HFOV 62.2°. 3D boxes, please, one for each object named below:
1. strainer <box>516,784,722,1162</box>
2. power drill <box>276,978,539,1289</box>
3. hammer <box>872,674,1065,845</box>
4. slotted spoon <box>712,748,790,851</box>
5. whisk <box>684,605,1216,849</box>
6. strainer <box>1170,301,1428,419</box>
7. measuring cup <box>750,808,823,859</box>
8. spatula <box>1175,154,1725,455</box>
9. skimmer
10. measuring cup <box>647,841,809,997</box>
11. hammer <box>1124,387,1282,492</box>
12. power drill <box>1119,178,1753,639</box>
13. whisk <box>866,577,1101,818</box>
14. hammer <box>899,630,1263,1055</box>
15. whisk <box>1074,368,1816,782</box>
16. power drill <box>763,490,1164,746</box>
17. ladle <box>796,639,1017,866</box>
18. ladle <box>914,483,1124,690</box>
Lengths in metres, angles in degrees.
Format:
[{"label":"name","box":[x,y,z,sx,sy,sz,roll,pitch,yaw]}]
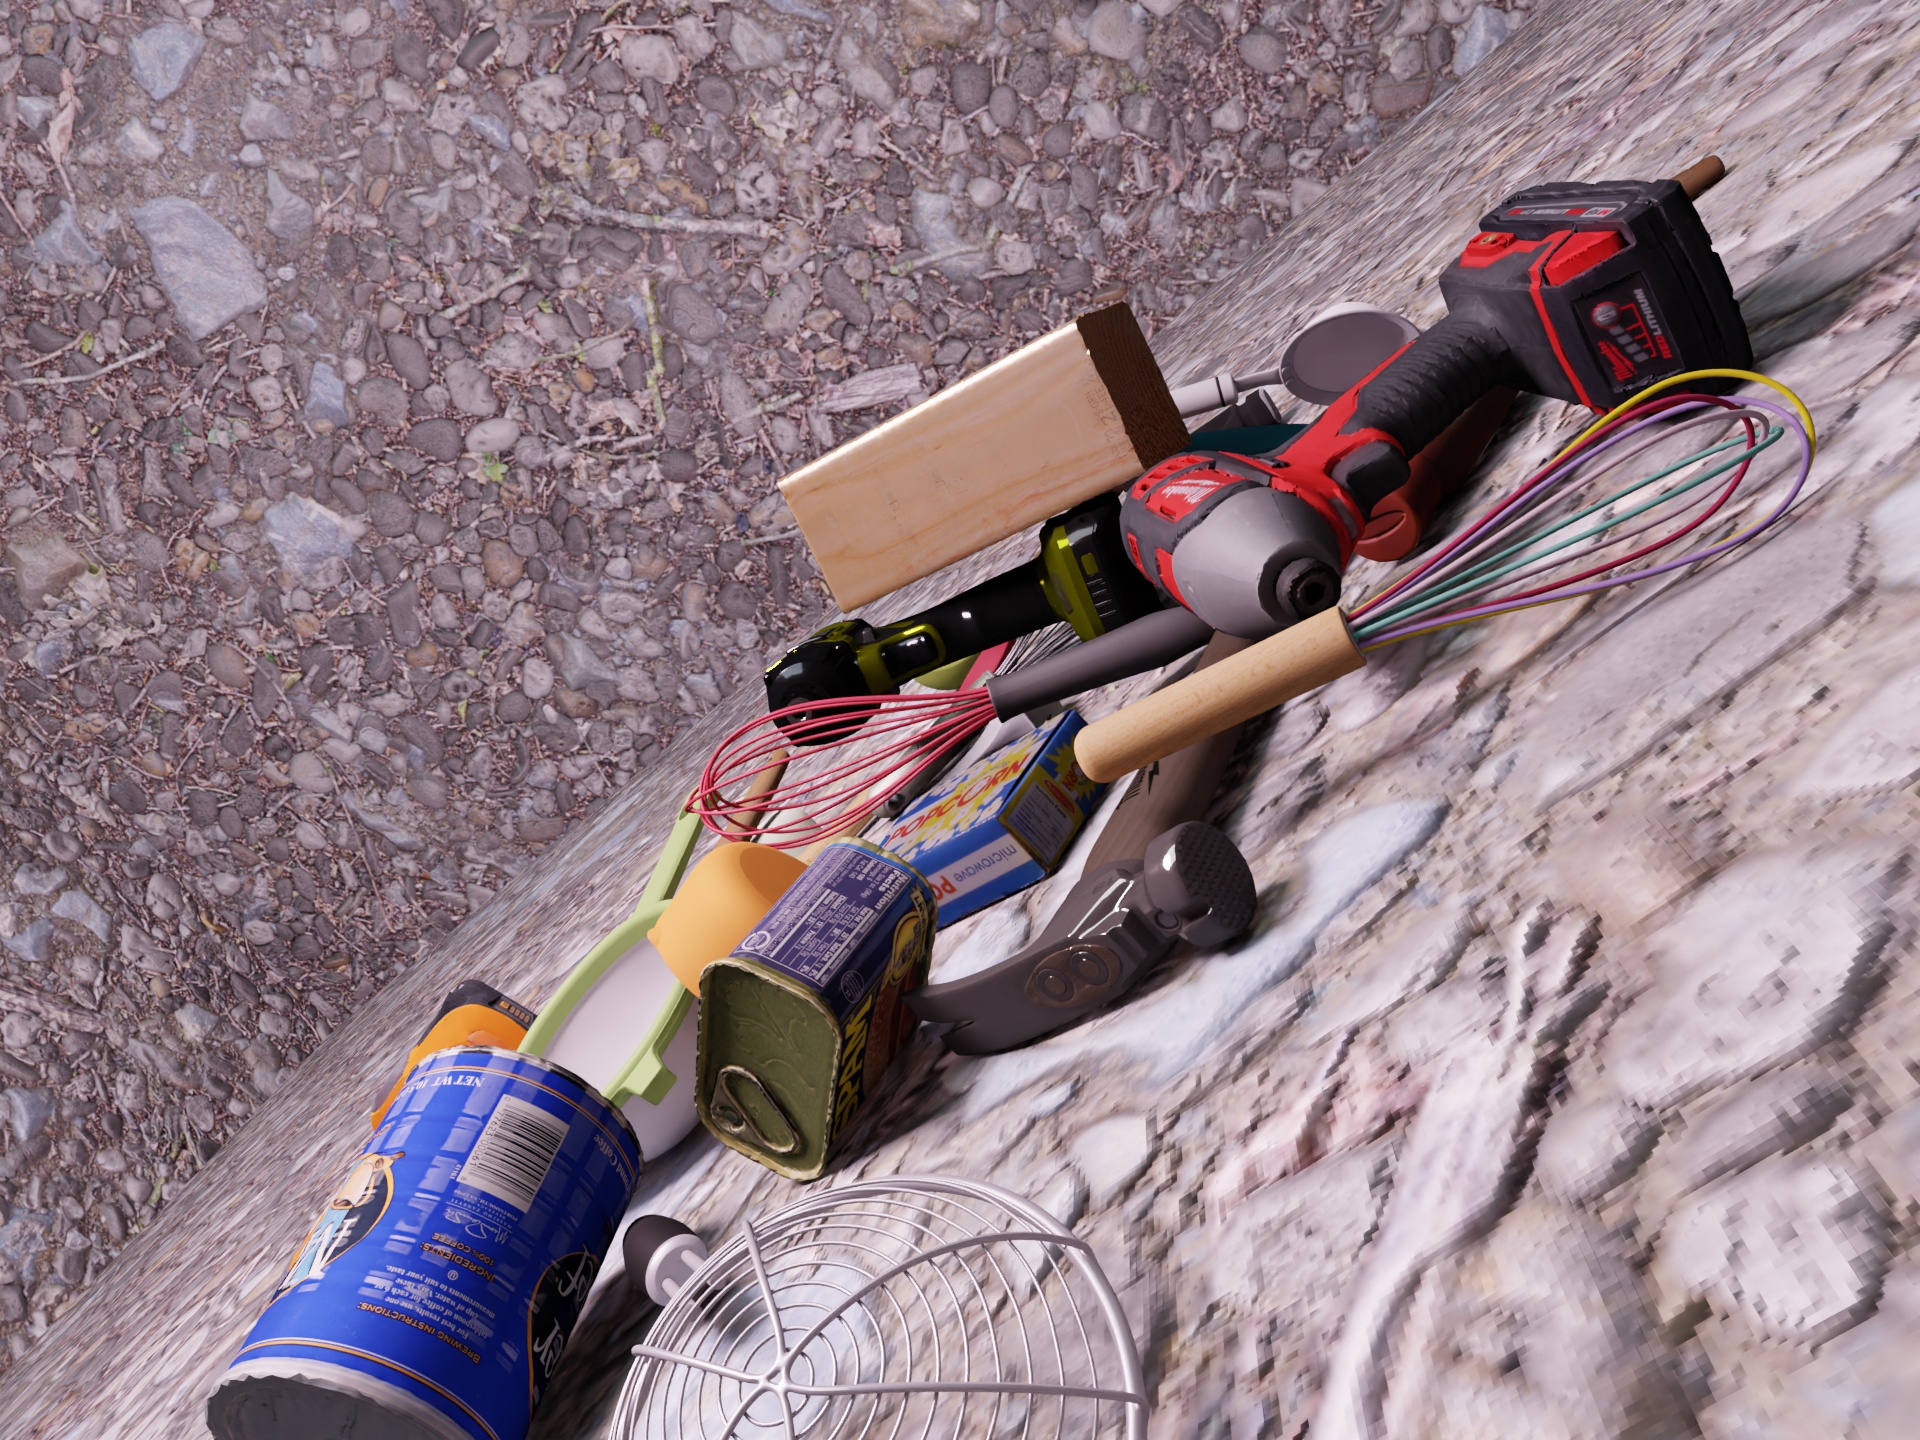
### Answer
[{"label":"strainer","box":[-0.148,0.133,0.813,0.151,0.069,0.257,-34,25,31]},{"label":"power drill","box":[-0.310,0.243,0.951,0.164,0.084,0.226,-54,10,10]},{"label":"hammer","box":[-0.097,0.118,0.875,0.405,0.035,0.144,-42,10,-6]},{"label":"slotted spoon","box":[-0.170,0.119,1.021,0.070,0.031,0.314,-29,23,35]},{"label":"whisk","box":[-0.001,-0.003,0.798,0.296,0.073,0.073,-20,12,5]},{"label":"strainer","box":[0.169,-0.206,0.966,0.258,0.086,0.050,-15,59,14]},{"label":"measuring cup","box":[-0.148,0.114,1.067,0.083,0.038,0.168,-34,10,37]},{"label":"spatula","box":[0.262,-0.218,0.874,0.317,0.044,0.082,-32,12,18]},{"label":"skimmer","box":[-0.056,0.184,0.458,0.127,0.090,0.363,-48,1,-20]},{"label":"measuring cup","box":[-0.076,0.113,0.684,0.052,0.095,0.174,-56,27,13]},{"label":"hammer","box":[0.141,-0.157,1.031,0.127,0.034,0.337,-31,7,20]},{"label":"power drill","box":[0.172,-0.110,0.602,0.219,0.078,0.143,-35,21,1]},{"label":"whisk","box":[0.030,-0.029,1.003,0.246,0.057,0.059,-45,40,2]},{"label":"hammer","box":[0.109,-0.018,0.679,0.146,0.038,0.411,-35,11,39]},{"label":"whisk","box":[0.144,-0.040,0.508,0.245,0.047,0.051,-27,17,21]},{"label":"power drill","box":[0.000,-0.050,0.906,0.223,0.080,0.171,-22,8,9]},{"label":"ladle","box":[-0.063,0.056,1.039,0.315,0.031,0.069,-46,7,-17]},{"label":"ladle","box":[0.033,-0.096,1.088,0.078,0.062,0.320,-42,-2,-28]}]
